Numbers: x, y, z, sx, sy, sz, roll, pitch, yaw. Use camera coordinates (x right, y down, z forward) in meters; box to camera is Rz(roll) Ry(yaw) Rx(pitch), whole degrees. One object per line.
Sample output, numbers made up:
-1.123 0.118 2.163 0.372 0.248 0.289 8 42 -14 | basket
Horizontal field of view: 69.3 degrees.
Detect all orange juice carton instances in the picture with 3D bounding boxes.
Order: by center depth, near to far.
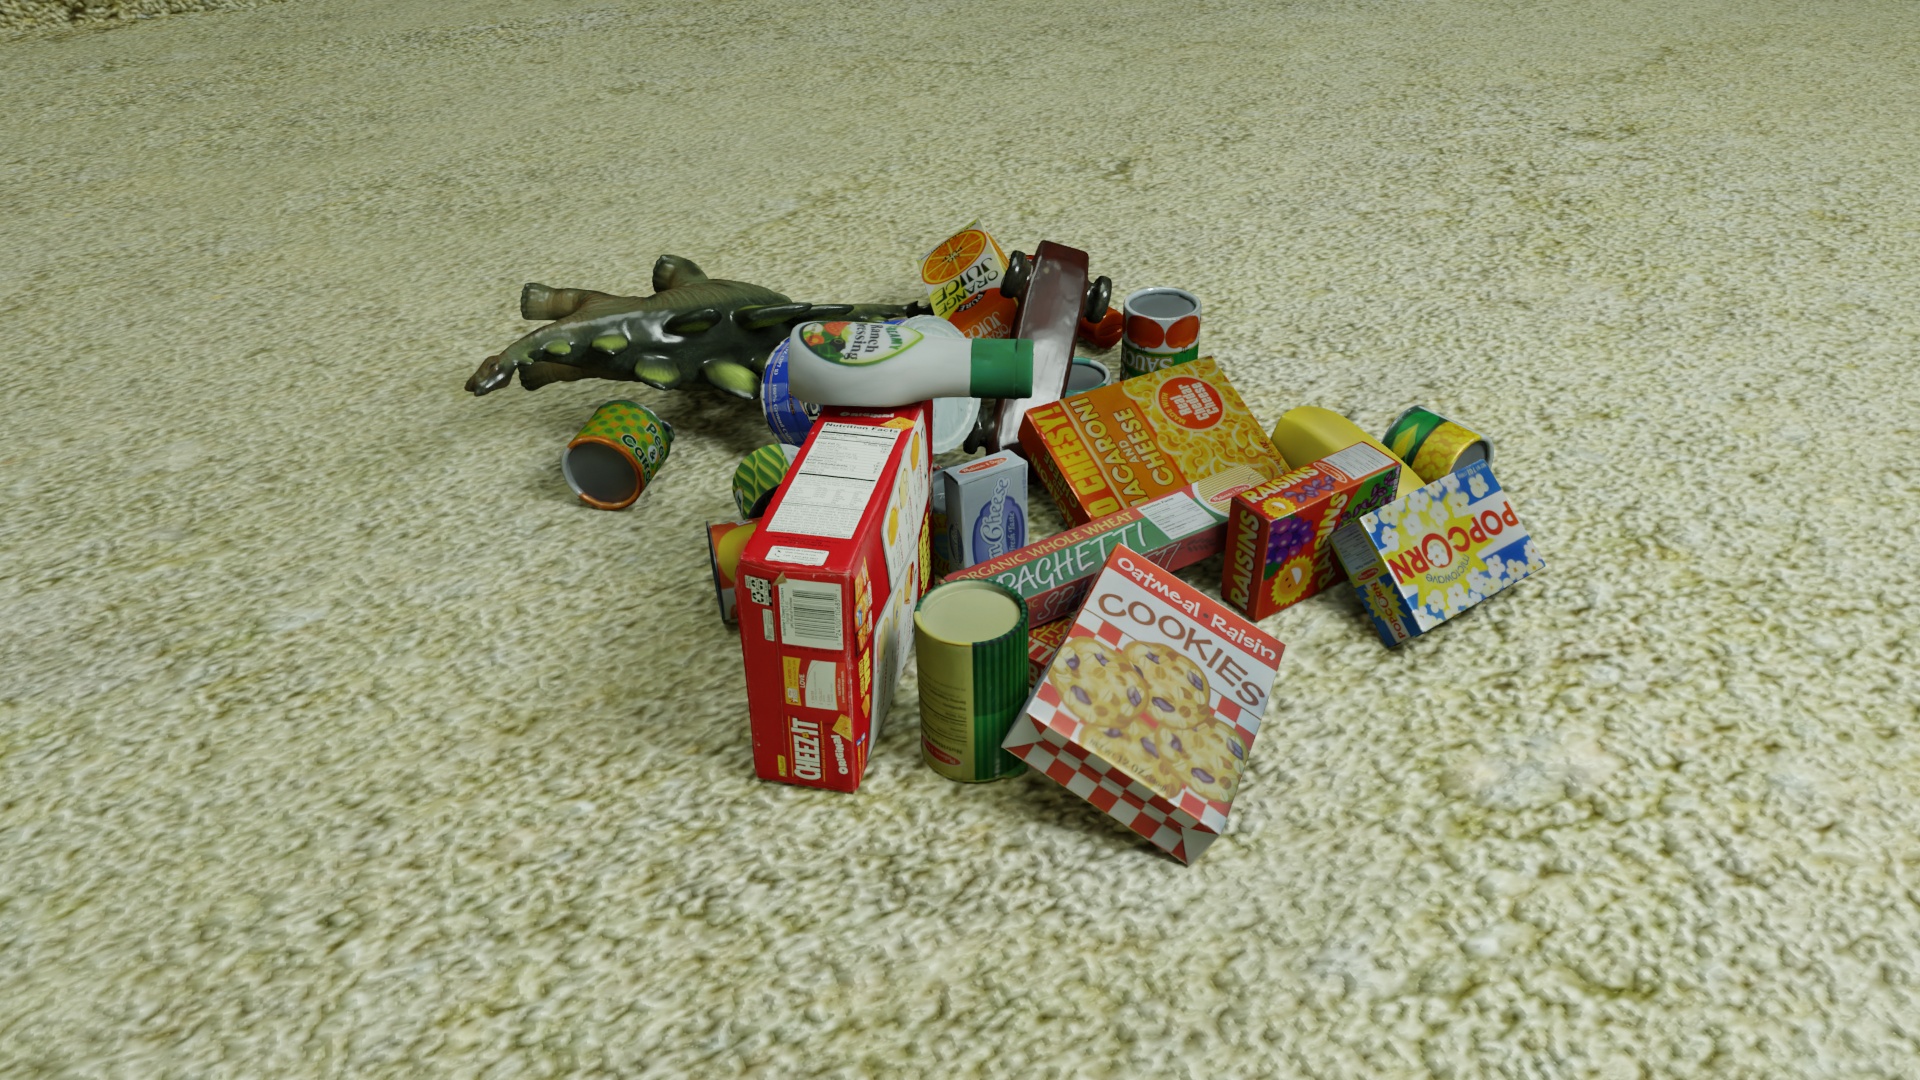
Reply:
0.023 -0.195 1.208 0.071 0.073 0.193 -32 38 12 | orange juice carton

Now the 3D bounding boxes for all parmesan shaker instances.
0.010 0.082 0.809 0.071 0.102 0.072 -1 35 1 | parmesan shaker

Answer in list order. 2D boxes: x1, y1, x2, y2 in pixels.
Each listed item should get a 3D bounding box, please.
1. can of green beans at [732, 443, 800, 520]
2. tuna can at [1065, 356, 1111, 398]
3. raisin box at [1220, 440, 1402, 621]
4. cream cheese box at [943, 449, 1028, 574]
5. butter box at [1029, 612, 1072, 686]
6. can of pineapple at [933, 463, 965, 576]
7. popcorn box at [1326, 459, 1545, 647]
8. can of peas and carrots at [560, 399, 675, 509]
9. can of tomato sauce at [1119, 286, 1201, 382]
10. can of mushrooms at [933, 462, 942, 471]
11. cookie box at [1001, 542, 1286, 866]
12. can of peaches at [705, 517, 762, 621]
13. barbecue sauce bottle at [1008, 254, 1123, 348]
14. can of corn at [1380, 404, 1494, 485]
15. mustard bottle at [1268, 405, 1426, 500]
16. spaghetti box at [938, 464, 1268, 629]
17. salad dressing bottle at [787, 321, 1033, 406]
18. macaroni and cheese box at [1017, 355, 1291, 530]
-0.128 -0.029 1.008 0.071 0.071 0.058 -12 35 -15 | can of green beans
0.091 -0.126 1.167 0.071 0.032 0.071 -1 35 1 | tuna can
0.237 -0.007 0.944 0.124 0.085 0.040 -22 41 -27 | raisin box
0.019 -0.005 0.935 0.053 0.103 0.024 -19 34 -25 | cream cheese box
0.073 0.077 0.883 0.103 0.024 0.053 24 42 32 | butter box
0.004 -0.012 0.985 0.071 0.057 0.071 -1 35 1 | can of pineapple
0.318 0.007 0.925 0.127 0.038 0.085 -22 80 -27 | popcorn box
-0.262 -0.066 1.066 0.071 0.070 0.059 6 36 11 | can of peas and carrots
0.168 -0.163 1.173 0.071 0.082 0.071 -1 34 1 | can of tomato sauce
-0.042 -0.032 1.037 0.071 0.033 0.071 -1 35 1 | can of mushrooms
0.111 0.089 0.809 0.123 0.040 0.168 32 42 3 | cookie box
-0.139 0.015 0.942 0.058 0.071 0.071 -9 35 -12 | can of peaches
0.094 -0.223 1.298 0.065 0.043 0.149 -21 39 -27 | barbecue sauce bottle
0.350 -0.057 1.031 0.071 0.070 0.058 -25 41 -30 | can of corn
0.296 -0.037 1.010 0.049 0.065 0.160 -21 48 -35 | mustard bottle
0.105 0.007 0.927 0.251 0.028 0.050 -20 41 -22 | spaghetti box
-0.029 -0.107 0.849 0.148 0.043 0.064 2 37 2 | salad dressing bottle
0.143 -0.061 1.030 0.167 0.040 0.124 -18 62 -21 | macaroni and cheese box
